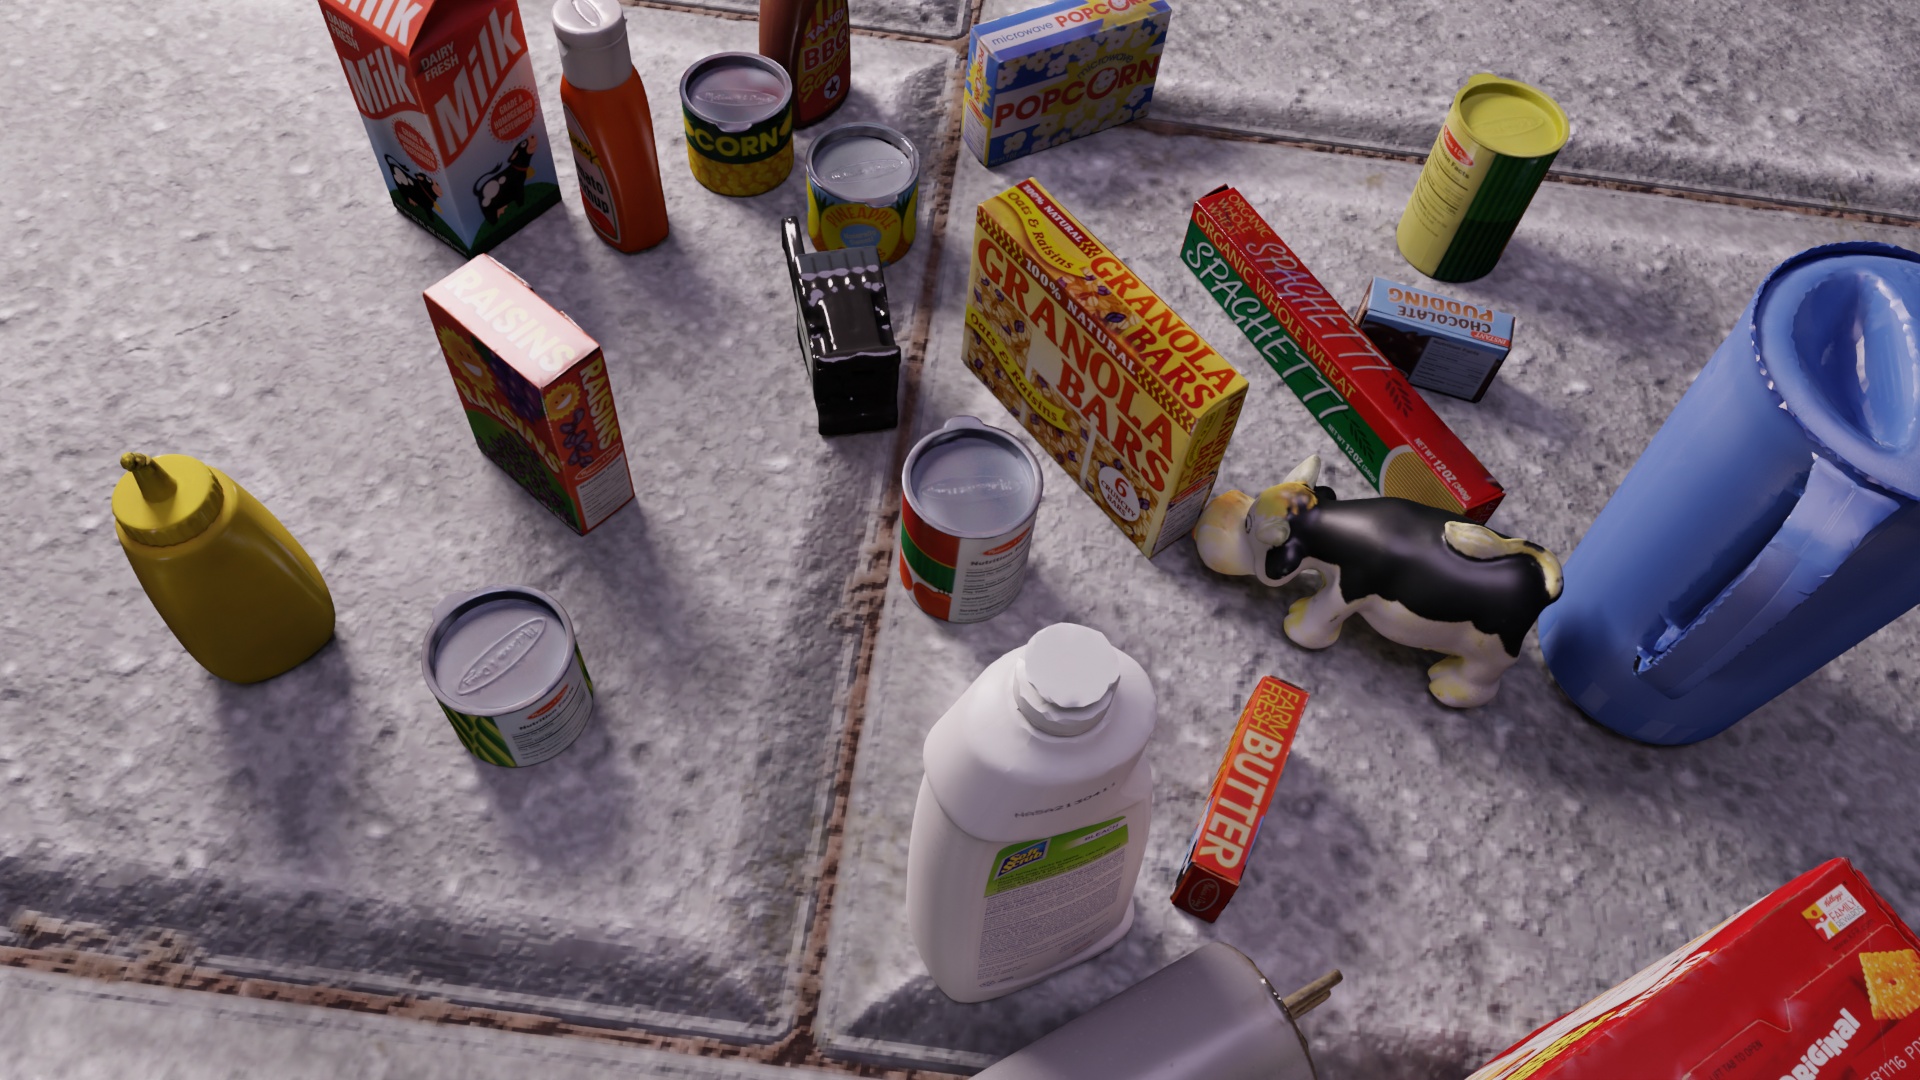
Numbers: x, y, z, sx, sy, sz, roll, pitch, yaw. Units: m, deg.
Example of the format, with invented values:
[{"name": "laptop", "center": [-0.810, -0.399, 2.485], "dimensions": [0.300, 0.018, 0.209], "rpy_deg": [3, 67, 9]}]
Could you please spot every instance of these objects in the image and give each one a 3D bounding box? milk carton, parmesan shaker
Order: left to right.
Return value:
[{"name": "milk carton", "center": [-0.282, -0.252, 0.755], "dimensions": [0.072, 0.189, 0.074], "rpy_deg": [35, 61, 17]}, {"name": "parmesan shaker", "center": [0.308, -0.215, 0.830], "dimensions": [0.071, 0.102, 0.071], "rpy_deg": [2, 57, -3]}]

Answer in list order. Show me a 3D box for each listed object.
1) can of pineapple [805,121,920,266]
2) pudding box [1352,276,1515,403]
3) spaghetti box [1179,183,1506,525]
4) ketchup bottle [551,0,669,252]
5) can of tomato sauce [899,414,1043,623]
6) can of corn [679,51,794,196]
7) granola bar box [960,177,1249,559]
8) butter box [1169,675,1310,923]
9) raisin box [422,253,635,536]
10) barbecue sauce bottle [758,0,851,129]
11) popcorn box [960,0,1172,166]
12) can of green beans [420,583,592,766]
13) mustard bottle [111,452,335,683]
[{"name": "can of pineapple", "center": [-0.058, -0.201, 0.819], "dimensions": [0.071, 0.057, 0.071], "rpy_deg": [2, 57, -3]}, {"name": "pudding box", "center": [0.266, -0.114, 0.794], "dimensions": [0.084, 0.049, 0.030], "rpy_deg": [17, 58, 6]}, {"name": "spaghetti box", "center": [0.206, -0.100, 0.779], "dimensions": [0.029, 0.050, 0.251], "rpy_deg": [-24, 62, -18]}, {"name": "ketchup bottle", "center": [-0.196, -0.233, 0.774], "dimensions": [0.044, 0.148, 0.065], "rpy_deg": [-30, 64, -21]}, {"name": "can of tomato sauce", "center": [0.002, -0.009, 0.684], "dimensions": [0.071, 0.082, 0.071], "rpy_deg": [2, 57, -3]}, {"name": "can of corn", "center": [-0.135, -0.251, 0.844], "dimensions": [0.071, 0.058, 0.071], "rpy_deg": [2, 57, -3]}, {"name": "granola bar box", "center": [0.068, -0.088, 0.716], "dimensions": [0.039, 0.123, 0.166], "rpy_deg": [-31, 65, -22]}, {"name": "butter box", "center": [0.127, 0.116, 0.632], "dimensions": [0.024, 0.052, 0.104], "rpy_deg": [23, 59, 10]}, {"name": "raisin box", "center": [-0.208, -0.069, 0.682], "dimensions": [0.086, 0.122, 0.040], "rpy_deg": [38, 62, 18]}, {"name": "barbecue sauce bottle", "center": [-0.095, -0.325, 0.842], "dimensions": [0.044, 0.147, 0.065], "rpy_deg": [33, 61, 16]}, {"name": "popcorn box", "center": [0.065, -0.294, 0.872], "dimensions": [0.127, 0.084, 0.038], "rpy_deg": [-23, 62, -18]}, {"name": "can of green beans", "center": [-0.206, 0.062, 0.637], "dimensions": [0.071, 0.057, 0.071], "rpy_deg": [2, 57, -3]}, {"name": "mustard bottle", "center": [-0.325, 0.005, 0.603], "dimensions": [0.065, 0.159, 0.049], "rpy_deg": [-33, 65, -22]}]
